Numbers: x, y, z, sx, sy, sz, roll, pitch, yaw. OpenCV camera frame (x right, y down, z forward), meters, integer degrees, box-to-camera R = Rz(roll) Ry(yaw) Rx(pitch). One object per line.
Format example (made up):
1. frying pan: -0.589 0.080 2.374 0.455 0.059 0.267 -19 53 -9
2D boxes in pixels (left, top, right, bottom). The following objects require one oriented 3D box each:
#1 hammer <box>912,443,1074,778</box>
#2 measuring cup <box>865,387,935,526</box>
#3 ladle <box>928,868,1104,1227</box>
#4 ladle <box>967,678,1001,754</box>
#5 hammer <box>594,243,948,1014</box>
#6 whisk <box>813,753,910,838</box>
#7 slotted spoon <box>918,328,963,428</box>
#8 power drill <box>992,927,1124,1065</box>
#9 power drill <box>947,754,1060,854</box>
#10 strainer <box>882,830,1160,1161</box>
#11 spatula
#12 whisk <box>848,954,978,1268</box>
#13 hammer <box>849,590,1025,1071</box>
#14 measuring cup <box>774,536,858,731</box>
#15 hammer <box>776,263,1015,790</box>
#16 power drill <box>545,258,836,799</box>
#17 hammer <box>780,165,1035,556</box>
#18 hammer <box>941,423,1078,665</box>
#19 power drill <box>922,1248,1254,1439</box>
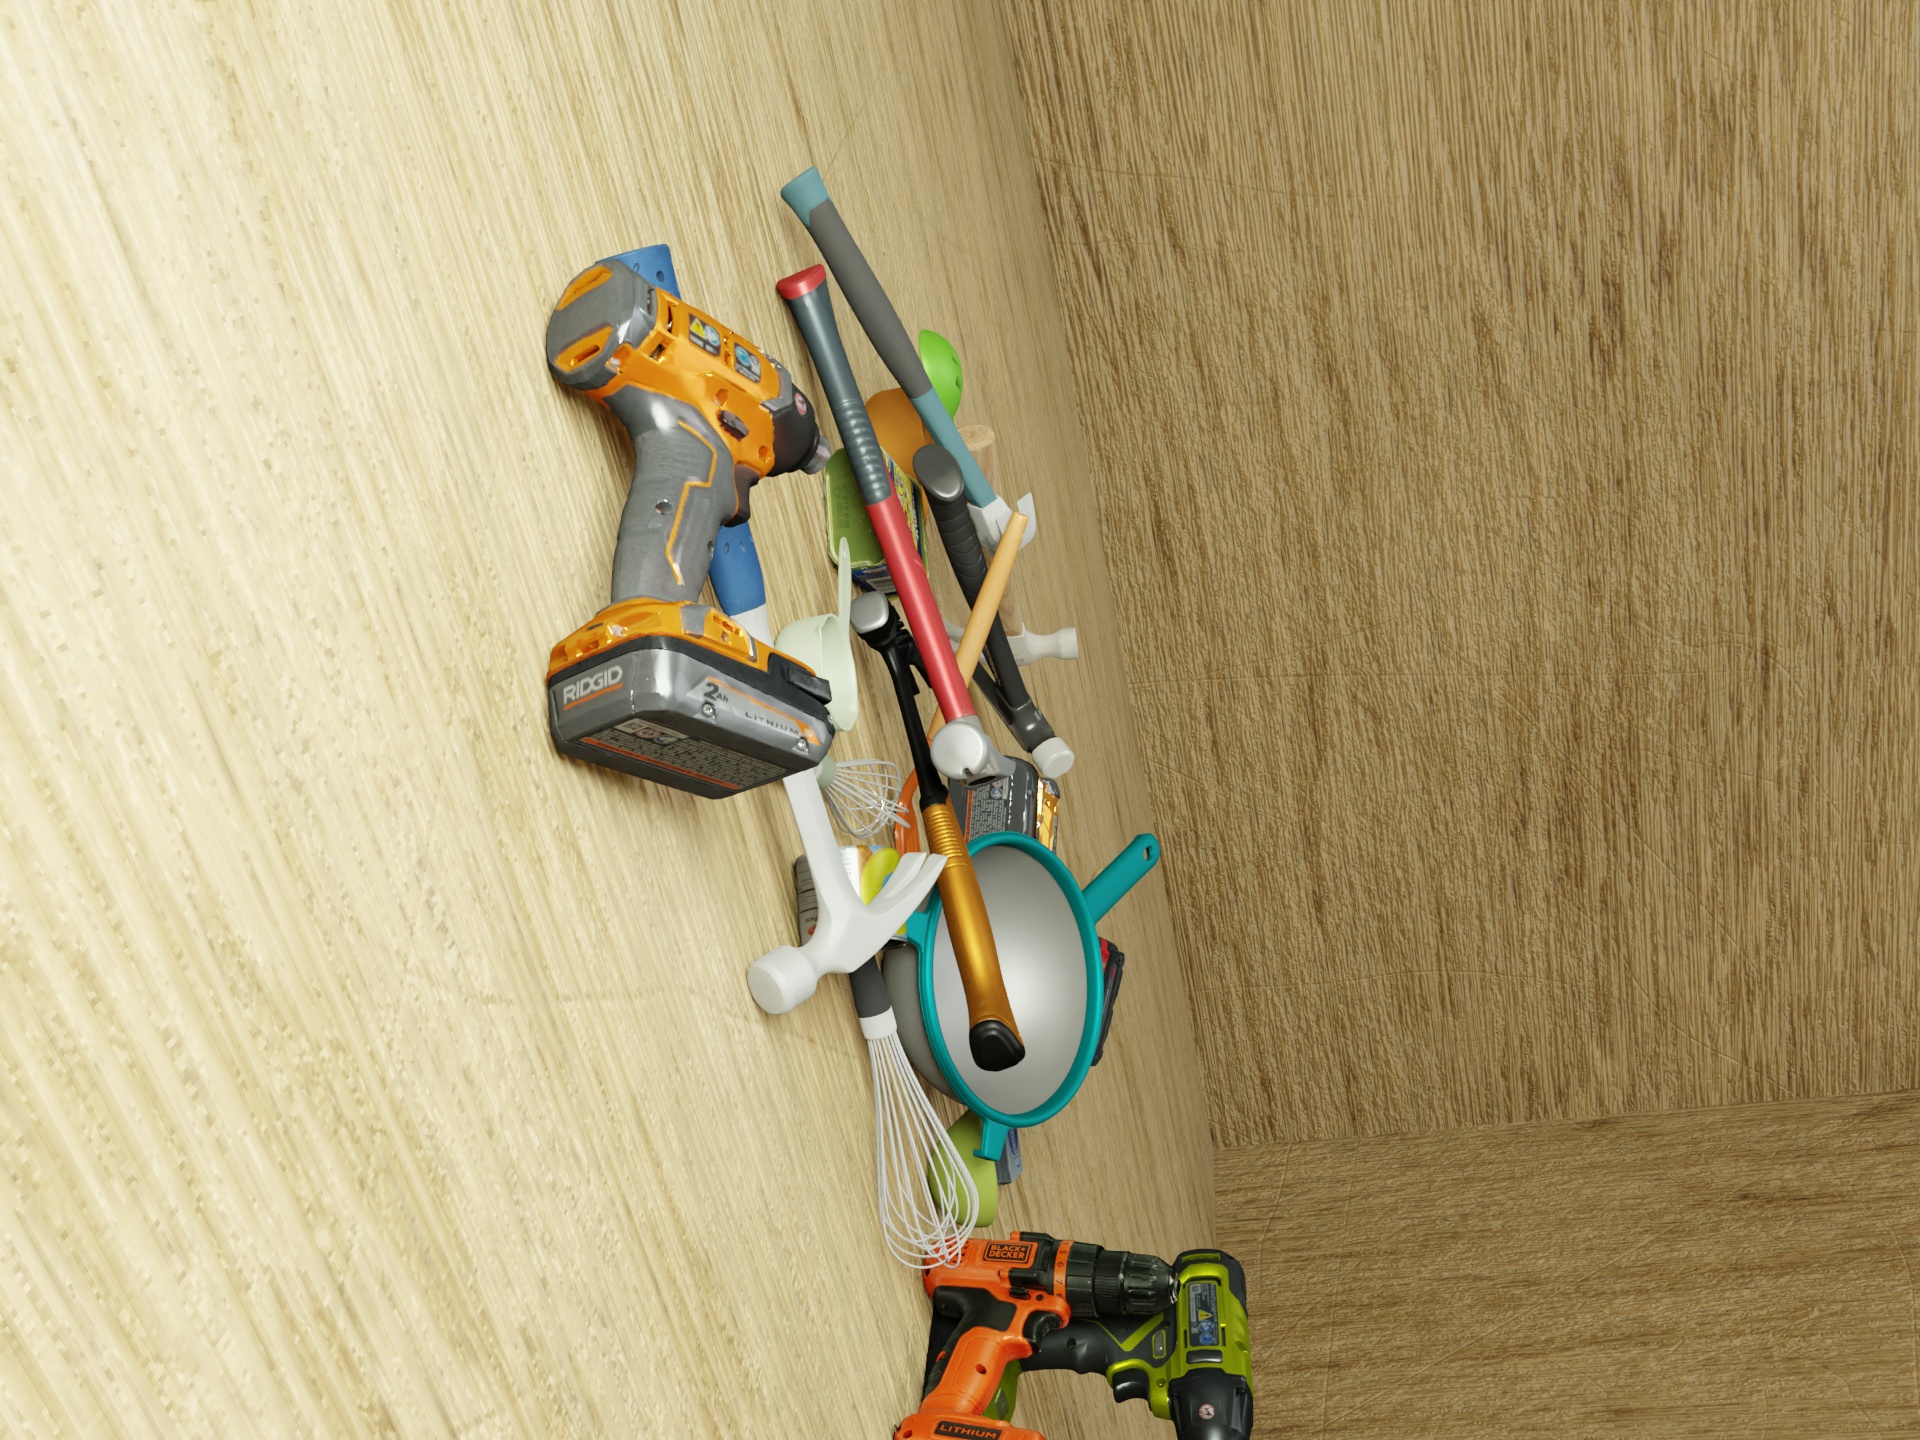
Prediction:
1. hammer: 0.016 -0.095 1.282 0.146 0.035 0.334 54 -9 38
2. measuring cup: -0.051 -0.205 1.309 0.095 0.052 0.174 75 13 -46
3. ladle: 0.060 0.249 1.255 0.320 0.062 0.078 -59 179 -33
4. ladle: 0.045 0.077 1.666 0.069 0.031 0.315 -81 158 -58
5. hammer: -0.110 -0.052 0.864 0.144 0.035 0.405 -30 111 -43
6. whisk: -0.086 0.035 1.001 0.058 0.059 0.246 -55 158 -1
7. slotted spoon: -0.006 -0.233 1.366 0.313 0.031 0.070 79 3 -70
8. power drill: 0.051 0.230 1.343 0.219 0.079 0.143 27 75 -56
9. power drill: 0.044 0.130 1.454 0.226 0.084 0.185 42 51 -73
10. strainer: 0.043 0.168 1.219 0.340 0.095 0.211 -34 108 -51
11. spatula: -0.002 -0.004 1.217 0.081 0.041 0.322 -53 164 -74
12. whisk: -0.045 0.228 1.041 0.070 0.070 0.284 -48 124 -75
13. hammer: -0.011 0.076 1.069 0.127 0.034 0.337 56 16 -57
14. measuring cup: -0.094 -0.061 1.049 0.083 0.038 0.168 70 14 -45
15. hammer: -0.047 -0.137 1.113 0.143 0.038 0.386 29 41 -78
16. power drill: -0.116 -0.084 0.745 0.164 0.084 0.227 23 55 -50
17. hammer: -0.038 -0.257 1.183 0.330 0.033 0.128 58 -11 -28
18. hammer: 0.028 -0.144 1.409 0.331 0.130 0.031 75 11 -58
19. power drill: 0.093 0.462 1.119 0.171 0.223 0.080 -79 158 -58
